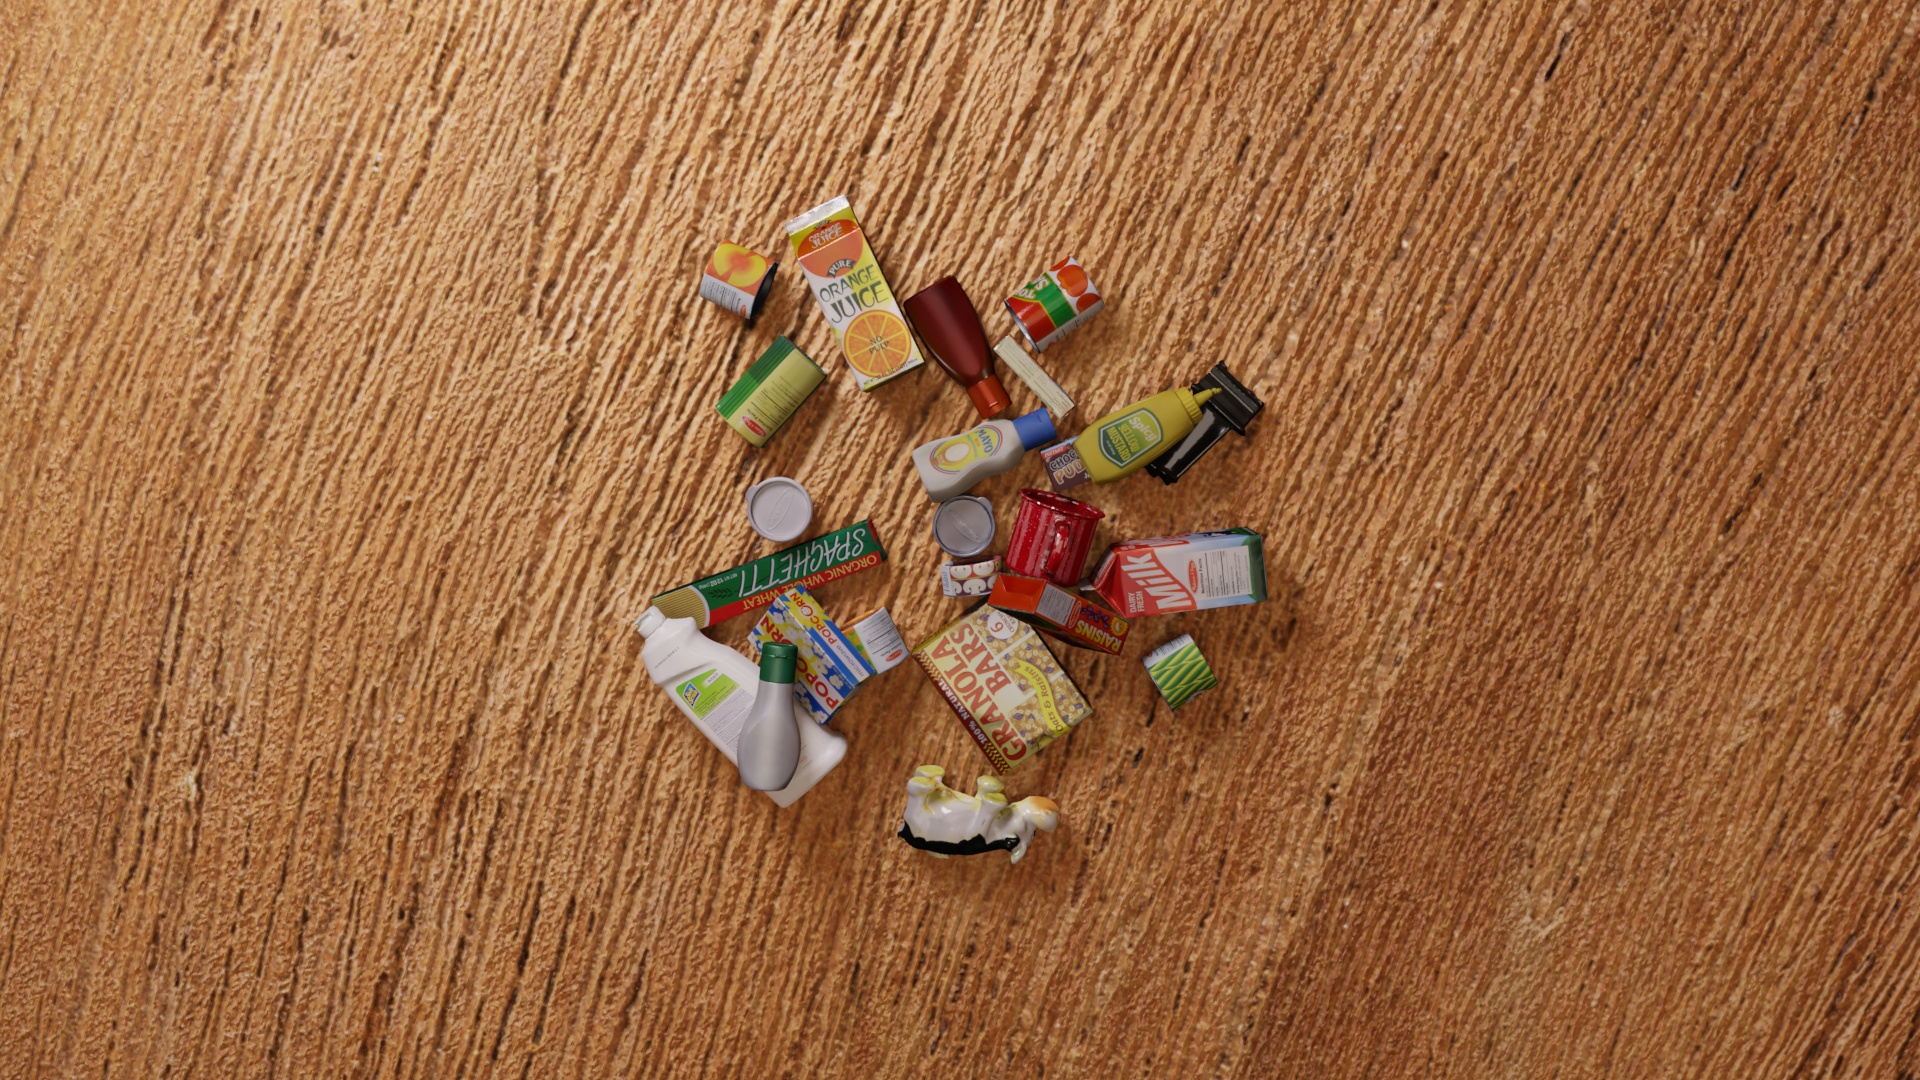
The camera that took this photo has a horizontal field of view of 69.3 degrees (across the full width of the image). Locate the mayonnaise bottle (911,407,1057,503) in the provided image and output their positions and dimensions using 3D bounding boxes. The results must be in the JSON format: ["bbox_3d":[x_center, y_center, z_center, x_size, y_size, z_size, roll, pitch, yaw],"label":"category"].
[{"bbox_3d":[0.027,-0.094,1.451,0.148,0.041,0.065,-24,58,1],"label":"mayonnaise bottle"}]

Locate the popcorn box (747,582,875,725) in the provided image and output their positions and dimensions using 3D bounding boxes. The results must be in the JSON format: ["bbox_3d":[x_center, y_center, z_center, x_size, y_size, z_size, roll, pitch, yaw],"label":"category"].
[{"bbox_3d":[-0.156,0.120,1.449,0.127,0.038,0.084,49,134,9],"label":"popcorn box"}]

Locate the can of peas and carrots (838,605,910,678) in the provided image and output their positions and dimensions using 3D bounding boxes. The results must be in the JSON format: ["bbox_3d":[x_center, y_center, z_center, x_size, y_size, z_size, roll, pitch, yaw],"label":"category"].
[{"bbox_3d":[-0.097,0.110,1.470,0.071,0.071,0.058,-27,96,3],"label":"can of peas and carrots"}]

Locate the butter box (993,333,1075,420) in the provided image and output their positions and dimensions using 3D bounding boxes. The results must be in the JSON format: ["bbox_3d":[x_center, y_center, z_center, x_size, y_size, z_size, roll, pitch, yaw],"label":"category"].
[{"bbox_3d":[0.077,-0.171,1.443,0.024,0.053,0.103,-43,94,8],"label":"butter box"}]

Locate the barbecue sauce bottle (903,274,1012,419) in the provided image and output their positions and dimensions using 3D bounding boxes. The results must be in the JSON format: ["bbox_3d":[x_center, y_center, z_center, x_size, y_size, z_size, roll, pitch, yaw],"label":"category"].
[{"bbox_3d":[0.002,-0.198,1.445,0.065,0.044,0.148,-30,96,3],"label":"barbecue sauce bottle"}]

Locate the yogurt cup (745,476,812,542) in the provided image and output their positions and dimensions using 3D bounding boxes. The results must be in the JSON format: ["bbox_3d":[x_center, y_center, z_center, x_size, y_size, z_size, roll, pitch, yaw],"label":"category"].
[{"bbox_3d":[-0.187,-0.035,1.457,0.072,0.054,0.072,0,97,0],"label":"yogurt cup"}]

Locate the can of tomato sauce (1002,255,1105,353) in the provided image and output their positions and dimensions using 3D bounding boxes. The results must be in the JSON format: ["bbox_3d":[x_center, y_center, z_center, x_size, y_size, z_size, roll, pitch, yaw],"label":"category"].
[{"bbox_3d":[0.095,-0.244,1.428,0.083,0.071,0.071,-35,96,3],"label":"can of tomato sauce"}]

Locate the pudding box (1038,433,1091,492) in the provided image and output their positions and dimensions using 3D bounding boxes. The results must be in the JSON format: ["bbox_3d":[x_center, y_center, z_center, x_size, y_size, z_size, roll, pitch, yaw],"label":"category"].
[{"bbox_3d":[0.130,-0.088,1.464,0.084,0.030,0.049,-21,95,2],"label":"pudding box"}]

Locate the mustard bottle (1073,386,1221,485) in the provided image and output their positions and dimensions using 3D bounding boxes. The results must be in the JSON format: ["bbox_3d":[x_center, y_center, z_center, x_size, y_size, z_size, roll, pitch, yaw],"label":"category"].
[{"bbox_3d":[0.195,-0.117,1.418,0.160,0.049,0.065,-31,87,5],"label":"mustard bottle"}]

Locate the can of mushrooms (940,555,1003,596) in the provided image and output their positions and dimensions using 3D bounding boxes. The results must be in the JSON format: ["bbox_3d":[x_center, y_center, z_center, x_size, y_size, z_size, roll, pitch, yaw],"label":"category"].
[{"bbox_3d":[0.015,0.037,1.460,0.071,0.071,0.033,-8,96,1],"label":"can of mushrooms"}]

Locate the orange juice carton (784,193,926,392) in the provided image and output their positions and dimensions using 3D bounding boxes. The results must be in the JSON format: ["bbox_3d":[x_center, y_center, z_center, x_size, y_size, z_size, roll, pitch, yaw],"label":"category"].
[{"bbox_3d":[-0.108,-0.253,1.423,0.072,0.073,0.192,-25,96,3],"label":"orange juice carton"}]

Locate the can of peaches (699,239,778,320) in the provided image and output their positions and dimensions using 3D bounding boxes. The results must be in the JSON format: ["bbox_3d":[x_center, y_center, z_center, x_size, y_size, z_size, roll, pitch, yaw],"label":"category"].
[{"bbox_3d":[-0.227,-0.269,1.426,0.058,0.071,0.071,24,96,-3],"label":"can of peaches"}]

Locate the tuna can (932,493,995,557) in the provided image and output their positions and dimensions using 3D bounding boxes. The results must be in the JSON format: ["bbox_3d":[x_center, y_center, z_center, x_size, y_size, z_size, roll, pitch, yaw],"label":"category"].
[{"bbox_3d":[0.005,-0.018,1.470,0.071,0.033,0.071,0,97,0],"label":"tuna can"}]

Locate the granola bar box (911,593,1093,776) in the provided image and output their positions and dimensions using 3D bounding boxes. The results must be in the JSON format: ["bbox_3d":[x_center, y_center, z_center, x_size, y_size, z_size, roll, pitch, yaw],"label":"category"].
[{"bbox_3d":[0.045,0.150,1.487,0.124,0.039,0.165,-36,95,4],"label":"granola bar box"}]

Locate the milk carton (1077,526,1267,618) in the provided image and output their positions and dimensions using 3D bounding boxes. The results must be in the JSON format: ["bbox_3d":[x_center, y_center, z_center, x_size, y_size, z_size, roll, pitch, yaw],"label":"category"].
[{"bbox_3d":[0.218,0.035,1.458,0.191,0.072,0.073,-7,97,0],"label":"milk carton"}]

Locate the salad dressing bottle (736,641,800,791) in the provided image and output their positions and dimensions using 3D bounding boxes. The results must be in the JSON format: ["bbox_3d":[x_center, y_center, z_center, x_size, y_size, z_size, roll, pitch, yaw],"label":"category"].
[{"bbox_3d":[-0.191,0.178,1.415,0.064,0.044,0.147,6,92,-12],"label":"salad dressing bottle"}]

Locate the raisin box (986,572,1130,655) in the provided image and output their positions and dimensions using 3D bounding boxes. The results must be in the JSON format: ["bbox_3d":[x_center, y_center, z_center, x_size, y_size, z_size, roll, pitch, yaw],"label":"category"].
[{"bbox_3d":[0.102,0.076,1.428,0.123,0.086,0.040,28,78,-31],"label":"raisin box"}]

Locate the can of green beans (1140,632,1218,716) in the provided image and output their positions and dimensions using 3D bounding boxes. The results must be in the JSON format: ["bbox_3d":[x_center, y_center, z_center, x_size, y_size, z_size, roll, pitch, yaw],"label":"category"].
[{"bbox_3d":[0.232,0.139,1.473,0.058,0.071,0.071,-31,96,3],"label":"can of green beans"}]

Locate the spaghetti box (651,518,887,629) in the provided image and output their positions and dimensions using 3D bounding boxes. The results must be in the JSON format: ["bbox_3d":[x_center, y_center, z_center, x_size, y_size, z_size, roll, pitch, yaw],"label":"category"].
[{"bbox_3d":[-0.204,0.041,1.479,0.250,0.029,0.050,-20,97,2],"label":"spaghetti box"}]

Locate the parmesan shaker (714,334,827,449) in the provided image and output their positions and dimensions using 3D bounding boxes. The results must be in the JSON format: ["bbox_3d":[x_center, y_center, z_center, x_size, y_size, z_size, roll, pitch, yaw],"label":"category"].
[{"bbox_3d":[-0.194,-0.153,1.440,0.071,0.071,0.103,43,94,-5],"label":"parmesan shaker"}]
